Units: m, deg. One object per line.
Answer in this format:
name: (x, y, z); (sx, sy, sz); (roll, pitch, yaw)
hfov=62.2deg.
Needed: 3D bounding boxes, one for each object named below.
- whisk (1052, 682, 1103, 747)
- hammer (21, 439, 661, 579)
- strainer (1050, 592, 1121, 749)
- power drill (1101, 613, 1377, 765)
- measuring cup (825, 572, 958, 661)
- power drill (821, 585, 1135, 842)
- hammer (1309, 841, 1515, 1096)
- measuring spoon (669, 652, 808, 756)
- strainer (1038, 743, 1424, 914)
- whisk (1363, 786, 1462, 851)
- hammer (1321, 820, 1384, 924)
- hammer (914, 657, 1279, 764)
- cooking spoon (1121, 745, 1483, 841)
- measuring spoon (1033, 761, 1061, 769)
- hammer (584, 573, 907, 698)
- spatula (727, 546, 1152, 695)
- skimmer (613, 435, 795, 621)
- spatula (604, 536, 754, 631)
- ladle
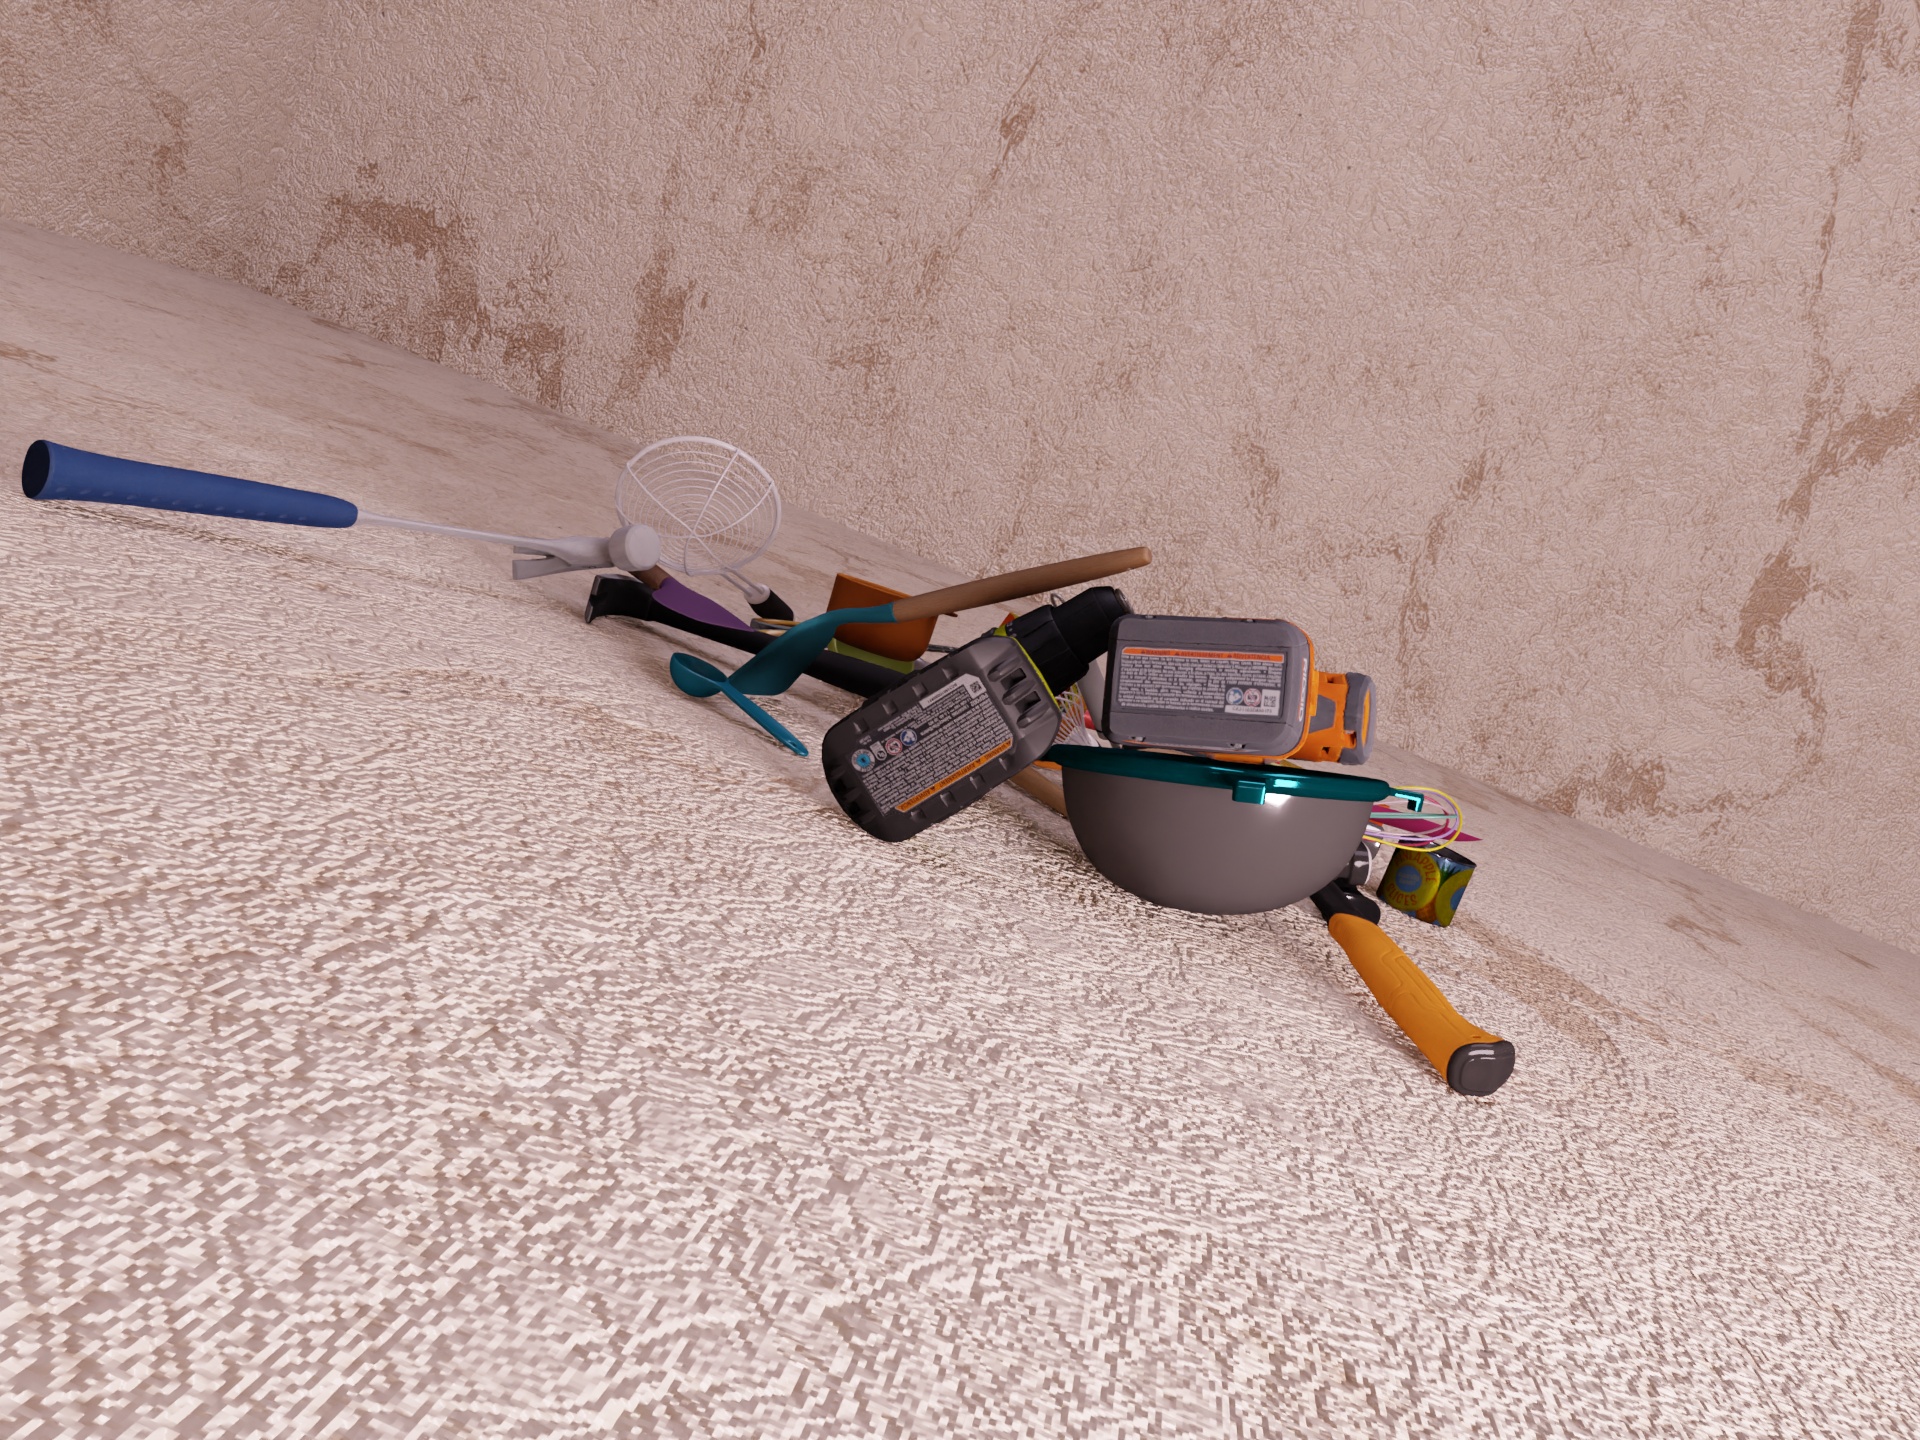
whisk: (0.088, 0.014, 1.249); (0.070, 0.070, 0.284); (25, -5, 24)
hammer: (-0.403, -0.134, 1.065); (0.144, 0.035, 0.405); (0, -3, 40)
strainer: (0.106, 0.012, 1.141); (0.087, 0.050, 0.258); (33, -26, 51)
power drill: (0.164, -0.013, 1.007); (0.164, 0.084, 0.226); (4, -4, 24)
measuring cup: (-0.047, -0.077, 1.298); (0.095, 0.052, 0.173); (21, 4, 23)
power drill: (0.016, -0.014, 0.980); (0.080, 0.190, 0.228); (58, 14, -4)
hammer: (0.247, 0.140, 0.994); (0.127, 0.034, 0.337); (4, 15, -8)
measuring spoon: (-0.149, -0.005, 1.057); (0.129, 0.021, 0.042); (37, 14, 28)
strainer: (0.110, 0.067, 1.037); (0.340, 0.095, 0.210); (5, 0, 45)
whisk: (0.280, 0.079, 1.272); (0.245, 0.047, 0.051); (0, 12, 0)
hammer: (0.302, 0.113, 1.336); (0.149, 0.036, 0.409); (21, 9, 6)
hammer: (0.115, -0.008, 1.495); (0.386, 0.038, 0.143); (14, 8, -9)
cooking spoon: (0.288, 0.062, 1.342); (0.319, 0.017, 0.069); (15, 1, -6)
measuring spoon: (0.087, 0.034, 1.371); (0.021, 0.011, 0.117); (26, 10, 26)
hammer: (-0.131, -0.051, 1.224); (0.335, 0.035, 0.146); (19, 8, 12)
spatula: (-0.018, -0.069, 1.087); (0.317, 0.044, 0.082); (-11, -8, 25)
skimmer: (-0.189, -0.148, 1.357); (0.127, 0.090, 0.363); (-7, -7, 5)
spatula: (-0.229, -0.106, 1.198); (0.059, 0.018, 0.316); (11, 10, -29)
ladle: (-0.002, -0.004, 1.257); (0.078, 0.062, 0.320); (-7, 28, -38)
